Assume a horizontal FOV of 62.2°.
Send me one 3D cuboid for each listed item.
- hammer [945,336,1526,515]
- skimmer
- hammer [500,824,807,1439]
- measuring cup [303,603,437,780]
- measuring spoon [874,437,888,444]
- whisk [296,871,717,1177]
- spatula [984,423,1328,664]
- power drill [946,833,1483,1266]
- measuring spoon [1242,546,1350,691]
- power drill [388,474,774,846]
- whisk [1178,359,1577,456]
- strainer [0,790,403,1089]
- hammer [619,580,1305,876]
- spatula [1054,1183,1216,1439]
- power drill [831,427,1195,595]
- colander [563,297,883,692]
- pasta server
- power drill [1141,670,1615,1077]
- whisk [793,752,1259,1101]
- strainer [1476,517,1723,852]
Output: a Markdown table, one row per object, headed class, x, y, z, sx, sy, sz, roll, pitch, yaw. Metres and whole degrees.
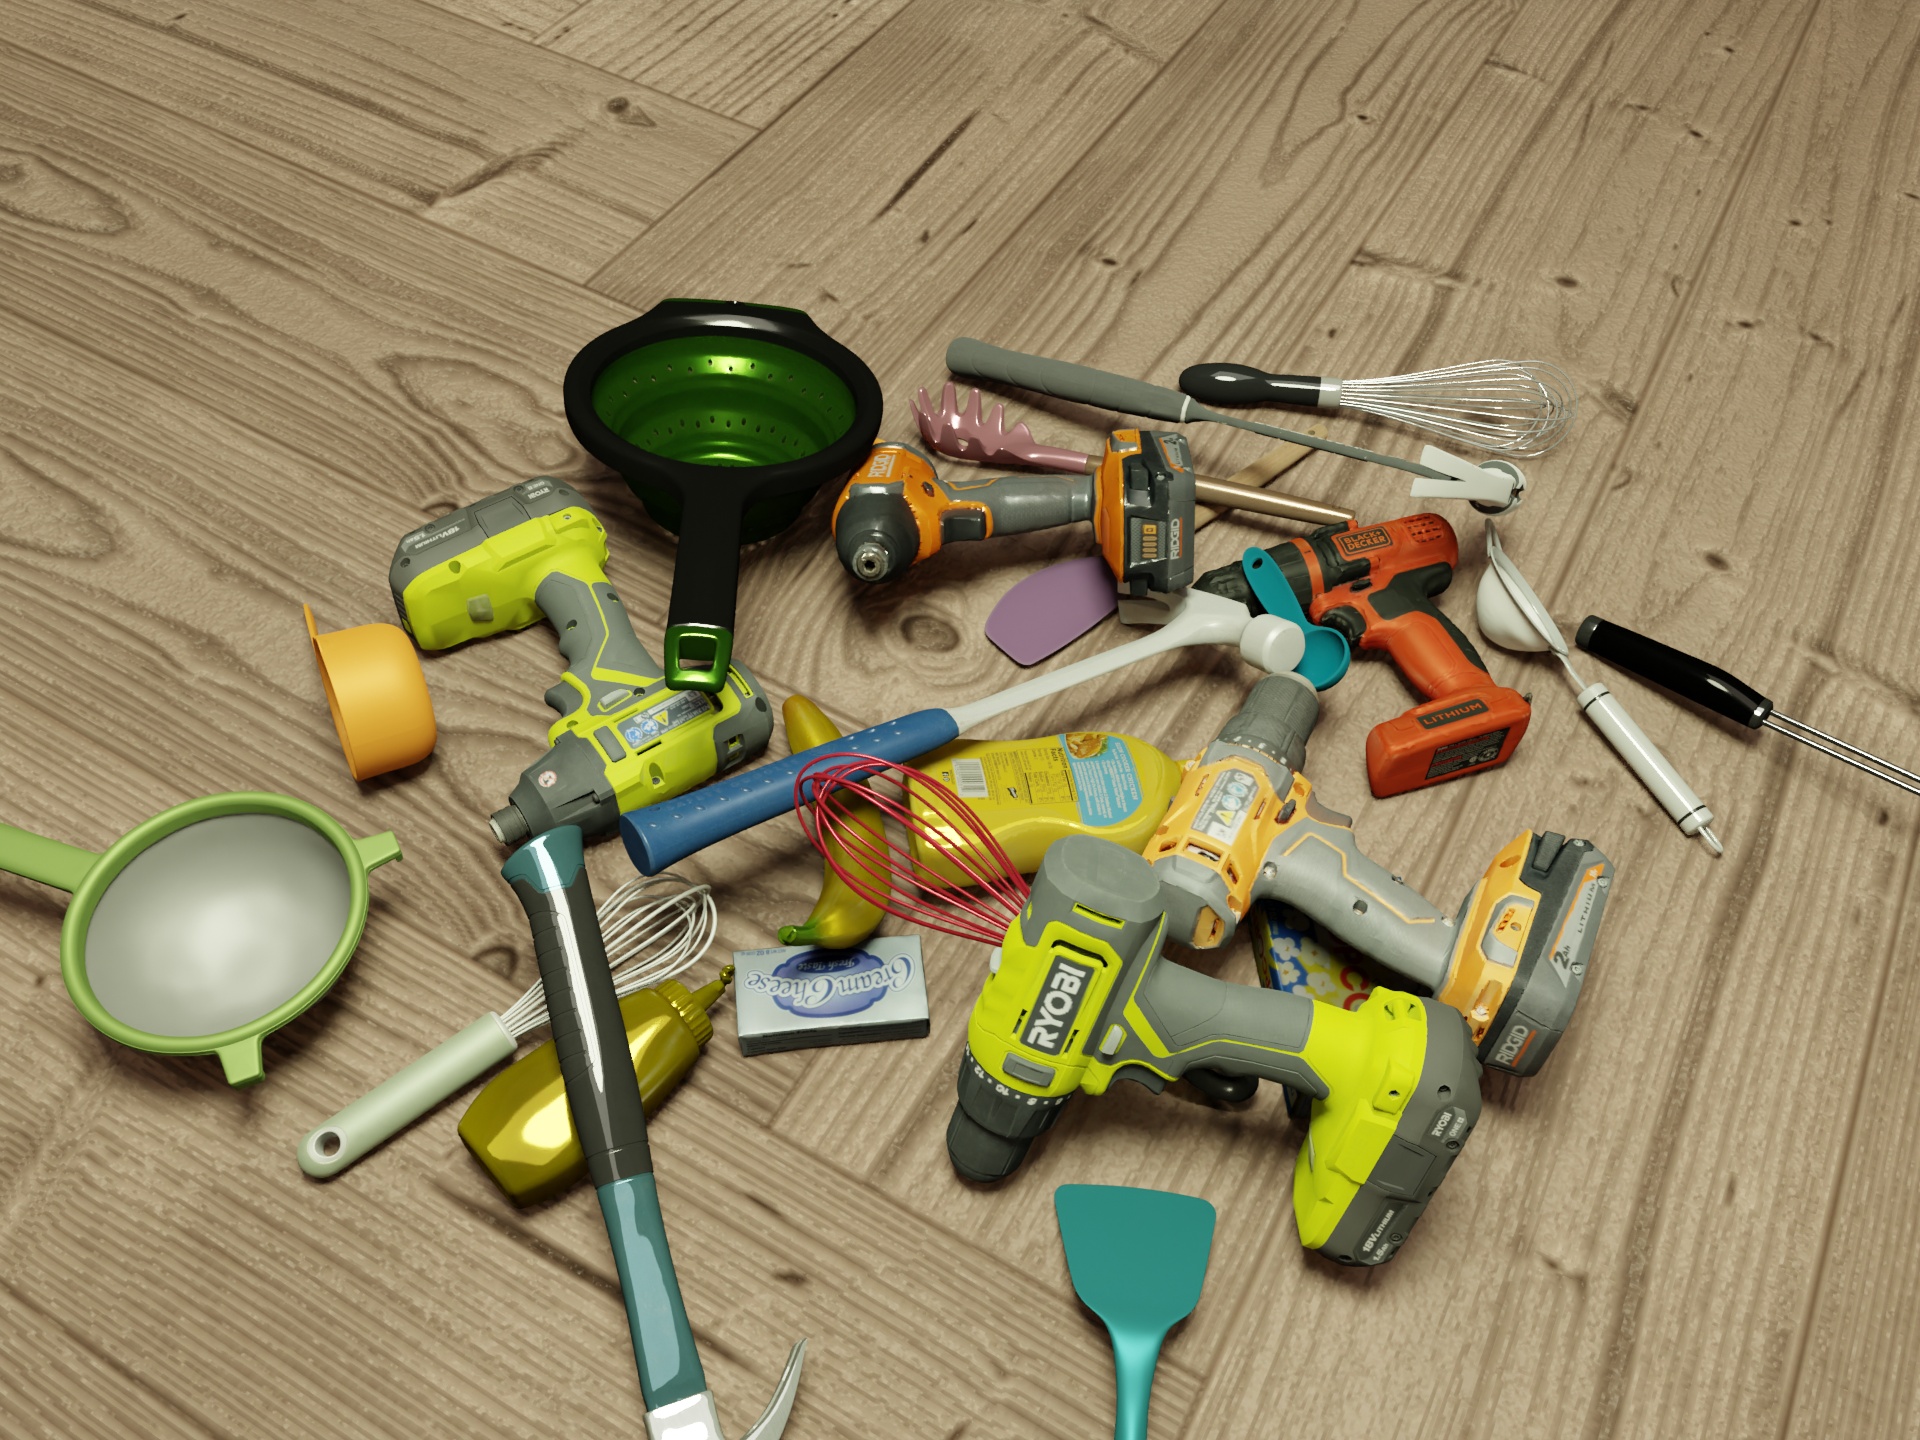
| class | x | y | z | sx | sy | sz | roll | pitch | yaw |
| --- | --- | --- | --- | --- | --- | --- | --- | --- | --- |
| hammer | 0.165 | -0.205 | 1.076 | 0.409 | 0.036 | 0.149 | 21 | 14 | 28 |
| skimmer | 0.539 | 0.046 | 0.972 | 0.364 | 0.090 | 0.127 | 33 | 53 | 32 |
| hammer | -0.165 | 0.207 | 0.759 | 0.128 | 0.033 | 0.331 | -12 | 69 | -20 |
| measuring cup | -0.359 | -0.034 | 0.960 | 0.052 | 0.095 | 0.174 | -16 | 37 | -22 |
| measuring spoon | -0.073 | -0.195 | 1.133 | 0.117 | 0.011 | 0.021 | 24 | 54 | 10 |
| whisk | -0.233 | 0.158 | 0.835 | 0.246 | 0.059 | 0.058 | -34 | 78 | -20 |
| spatula | 0.142 | -0.130 | 1.089 | 0.316 | 0.018 | 0.060 | -34 | 61 | -24 |
| power drill | 0.113 | 0.176 | 0.774 | 0.228 | 0.190 | 0.080 | 20 | 25 | 0 |
| measuring spoon | 0.206 | -0.063 | 0.985 | 0.042 | 0.021 | 0.129 | -35 | 44 | 16 |
| power drill | -0.243 | -0.033 | 0.960 | 0.171 | 0.080 | 0.223 | -29 | 63 | -24 |
| whisk | 0.301 | -0.235 | 1.159 | 0.284 | 0.070 | 0.070 | 6 | 53 | 8 |
| strainer | -0.434 | 0.102 | 0.849 | 0.256 | 0.069 | 0.152 | 16 | 56 | 9 |
| hammer | -0.001 | -0.003 | 0.909 | 0.405 | 0.035 | 0.144 | -21 | 29 | -26 |
| spatula | 0.076 | 0.361 | 0.713 | 0.082 | 0.044 | 0.318 | 6 | 57 | 1 |
| power drill | 0.032 | -0.127 | 1.003 | 0.226 | 0.084 | 0.164 | 0 | 26 | 5 |
| colander | -0.153 | -0.127 | 0.994 | 0.204 | 0.094 | 0.398 | 3 | 42 | -7 |
| pasta server | 0.114 | -0.177 | 1.095 | 0.316 | 0.040 | 0.060 | 15 | 39 | 14 |
| power drill | 0.224 | 0.071 | 0.857 | 0.226 | 0.084 | 0.185 | 22 | 52 | 16 |
| whisk | 0.038 | 0.110 | 0.822 | 0.295 | 0.073 | 0.073 | 36 | 55 | -9 |
| strainer | 0.393 | -0.020 | 1.007 | 0.086 | 0.050 | 0.259 | 11 | 41 | -54 |
